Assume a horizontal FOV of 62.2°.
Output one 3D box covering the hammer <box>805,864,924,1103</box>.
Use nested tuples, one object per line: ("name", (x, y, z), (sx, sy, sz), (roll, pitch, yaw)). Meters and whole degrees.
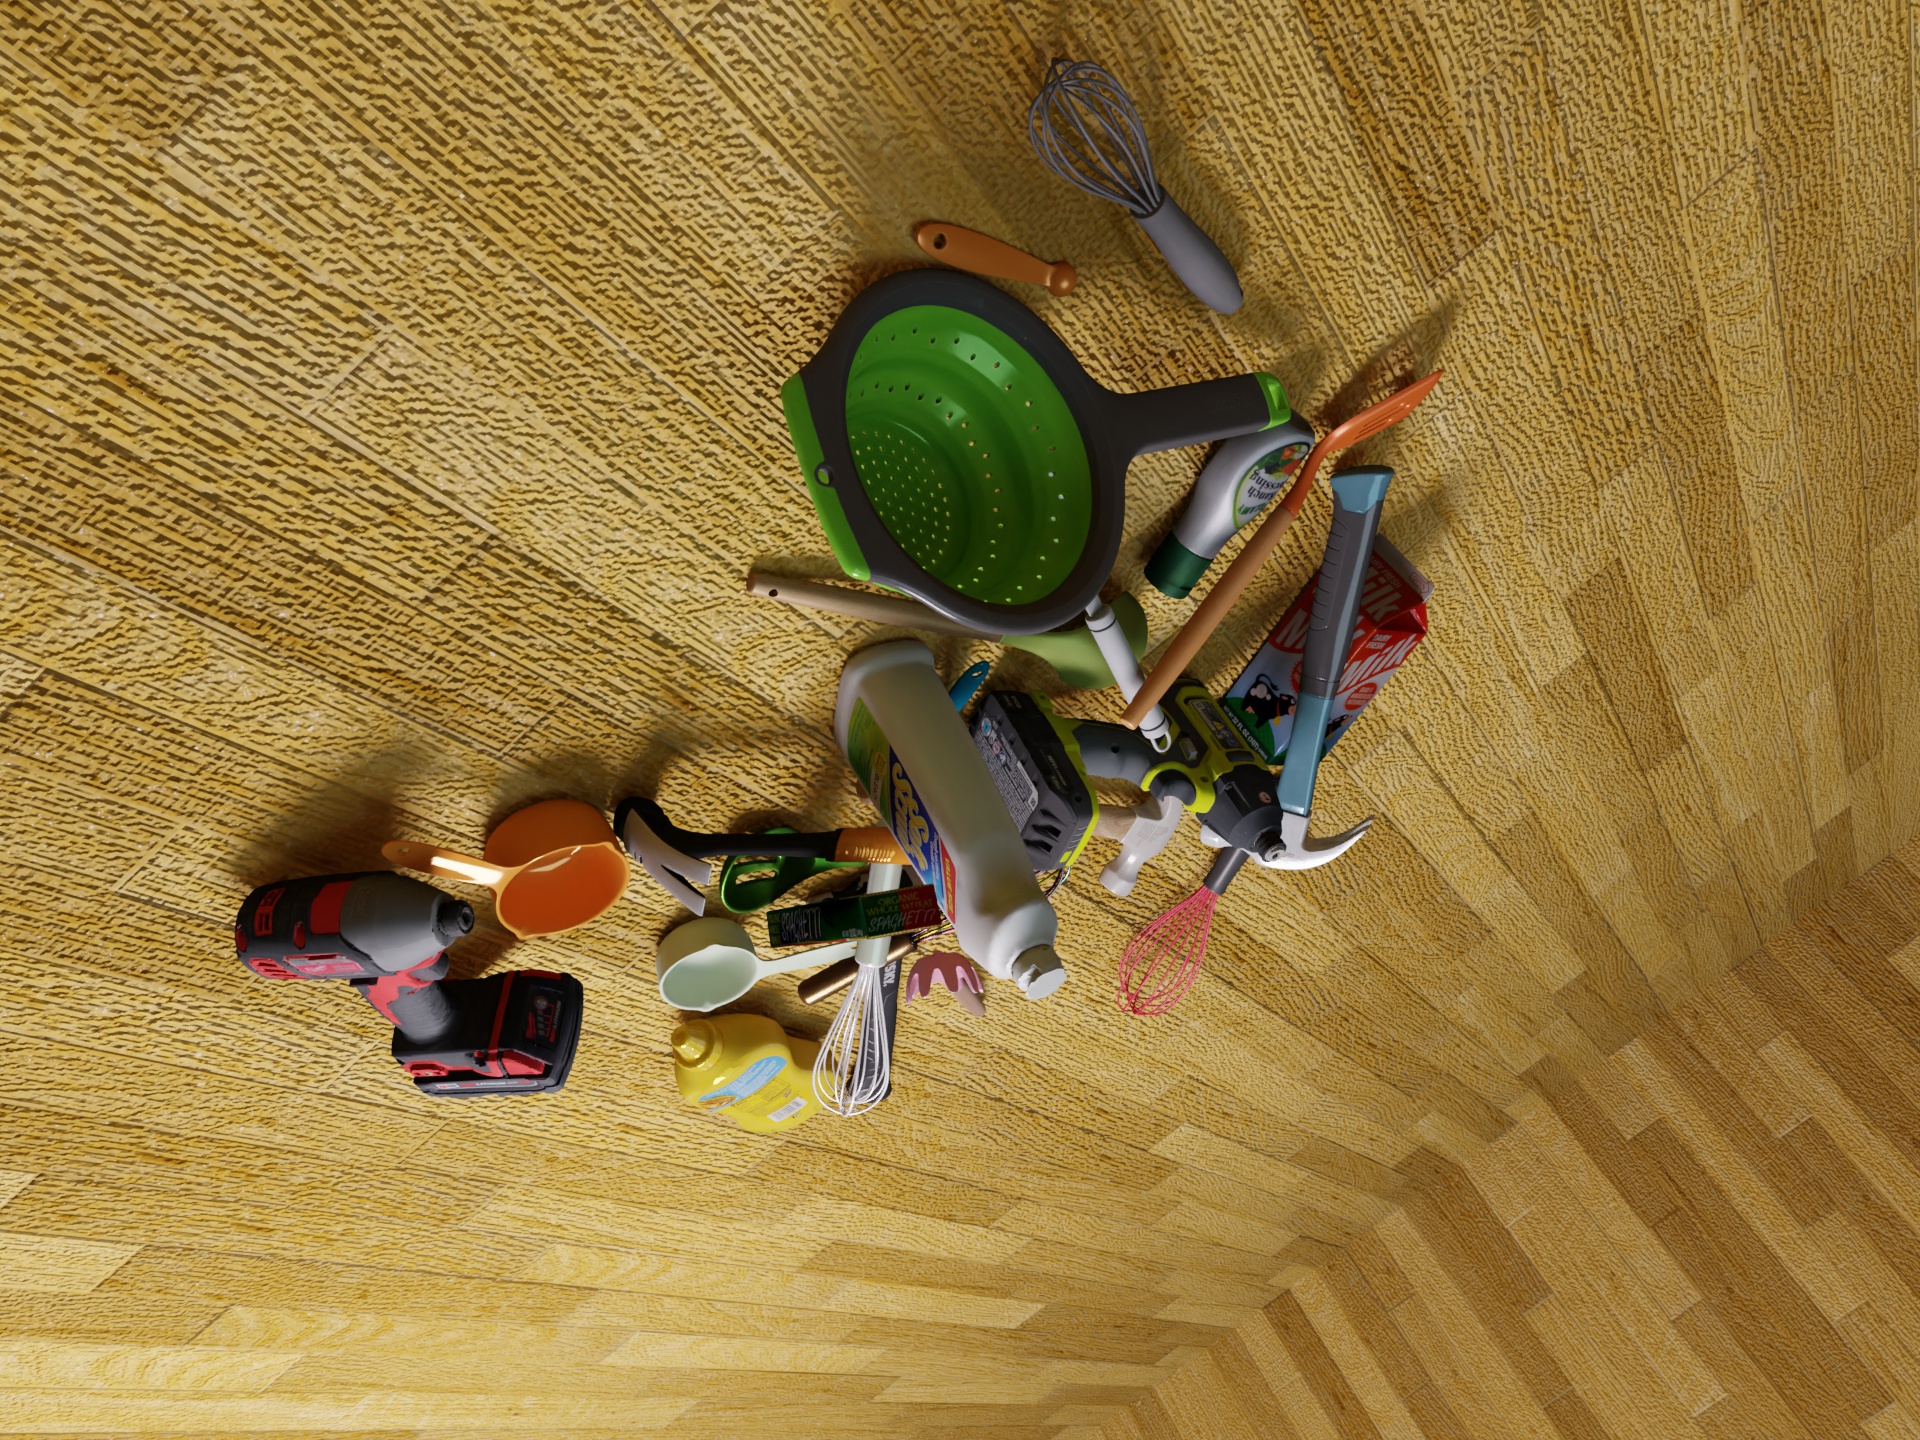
("hammer", (-0.063, 0.234, 1.367), (0.146, 0.035, 0.334), (-17, 142, -20))

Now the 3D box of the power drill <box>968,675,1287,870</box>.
("power drill", (0.126, 0.042, 1.169), (0.223, 0.171, 0.080), (-2, 134, -31))

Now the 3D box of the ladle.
("ladle", (-0.001, -0.071, 1.055), (0.320, 0.062, 0.078), (9, 128, -35))

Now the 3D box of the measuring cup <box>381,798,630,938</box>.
("measuring cup", (-0.289, 0.081, 0.996), (0.095, 0.052, 0.173), (-46, 141, 18))

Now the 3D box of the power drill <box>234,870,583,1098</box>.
("power drill", (-0.332, 0.163, 1.002), (0.143, 0.079, 0.219), (-6, 146, 15))

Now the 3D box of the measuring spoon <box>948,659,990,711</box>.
("measuring spoon", (-0.002, -0.004, 1.108), (0.042, 0.021, 0.128), (-10, 157, -24))

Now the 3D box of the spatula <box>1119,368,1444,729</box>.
("spatula", (0.215, -0.118, 1.085), (0.322, 0.041, 0.081), (-52, 174, -8))

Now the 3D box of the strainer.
("strainer", (0.087, -0.074, 1.052), (0.087, 0.050, 0.258), (-44, 124, -21))

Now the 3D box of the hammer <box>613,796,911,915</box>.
("hammer", (-0.061, 0.088, 1.099), (0.336, 0.127, 0.034), (2, 107, -35))

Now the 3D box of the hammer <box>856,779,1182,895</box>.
("hammer", (0.055, 0.067, 1.250), (0.331, 0.031, 0.130), (12, 116, -42))

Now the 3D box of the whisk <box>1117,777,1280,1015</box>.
("whisk", (0.229, 0.171, 1.503), (0.073, 0.073, 0.295), (4, 125, -41))

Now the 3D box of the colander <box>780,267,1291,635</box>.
("colander", (0.045, -0.154, 0.927), (0.397, 0.204, 0.094), (-18, 178, -40))

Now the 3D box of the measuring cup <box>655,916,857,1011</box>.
("measuring cup", (-0.150, 0.174, 1.211), (0.167, 0.038, 0.083), (-9, 137, -21))

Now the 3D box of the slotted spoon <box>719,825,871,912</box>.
("slotted spoon", (-0.054, 0.104, 1.225), (0.313, 0.031, 0.070), (-1, 117, -40))

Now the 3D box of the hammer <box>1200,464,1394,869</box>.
("hammer", (0.272, -0.034, 1.208), (0.033, 0.128, 0.330), (-38, 140, -58))

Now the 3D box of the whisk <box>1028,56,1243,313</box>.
("whisk", (0.105, -0.282, 0.870), (0.055, 0.055, 0.238), (-43, 147, 15))

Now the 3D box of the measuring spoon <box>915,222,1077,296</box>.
("measuring spoon", (0.023, -0.250, 0.867), (0.116, 0.011, 0.021), (3, 112, -41))

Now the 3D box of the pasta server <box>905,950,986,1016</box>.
("pasta server", (0.000, 0.233, 1.341), (0.060, 0.040, 0.316), (-10, 162, 4))

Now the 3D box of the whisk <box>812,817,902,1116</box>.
("whisk", (-0.070, 0.189, 1.205), (0.059, 0.058, 0.246), (8, 104, -5))

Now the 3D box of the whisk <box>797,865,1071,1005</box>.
("whisk", (-0.019, 0.158, 1.243), (0.245, 0.047, 0.051), (-29, 143, 8))
